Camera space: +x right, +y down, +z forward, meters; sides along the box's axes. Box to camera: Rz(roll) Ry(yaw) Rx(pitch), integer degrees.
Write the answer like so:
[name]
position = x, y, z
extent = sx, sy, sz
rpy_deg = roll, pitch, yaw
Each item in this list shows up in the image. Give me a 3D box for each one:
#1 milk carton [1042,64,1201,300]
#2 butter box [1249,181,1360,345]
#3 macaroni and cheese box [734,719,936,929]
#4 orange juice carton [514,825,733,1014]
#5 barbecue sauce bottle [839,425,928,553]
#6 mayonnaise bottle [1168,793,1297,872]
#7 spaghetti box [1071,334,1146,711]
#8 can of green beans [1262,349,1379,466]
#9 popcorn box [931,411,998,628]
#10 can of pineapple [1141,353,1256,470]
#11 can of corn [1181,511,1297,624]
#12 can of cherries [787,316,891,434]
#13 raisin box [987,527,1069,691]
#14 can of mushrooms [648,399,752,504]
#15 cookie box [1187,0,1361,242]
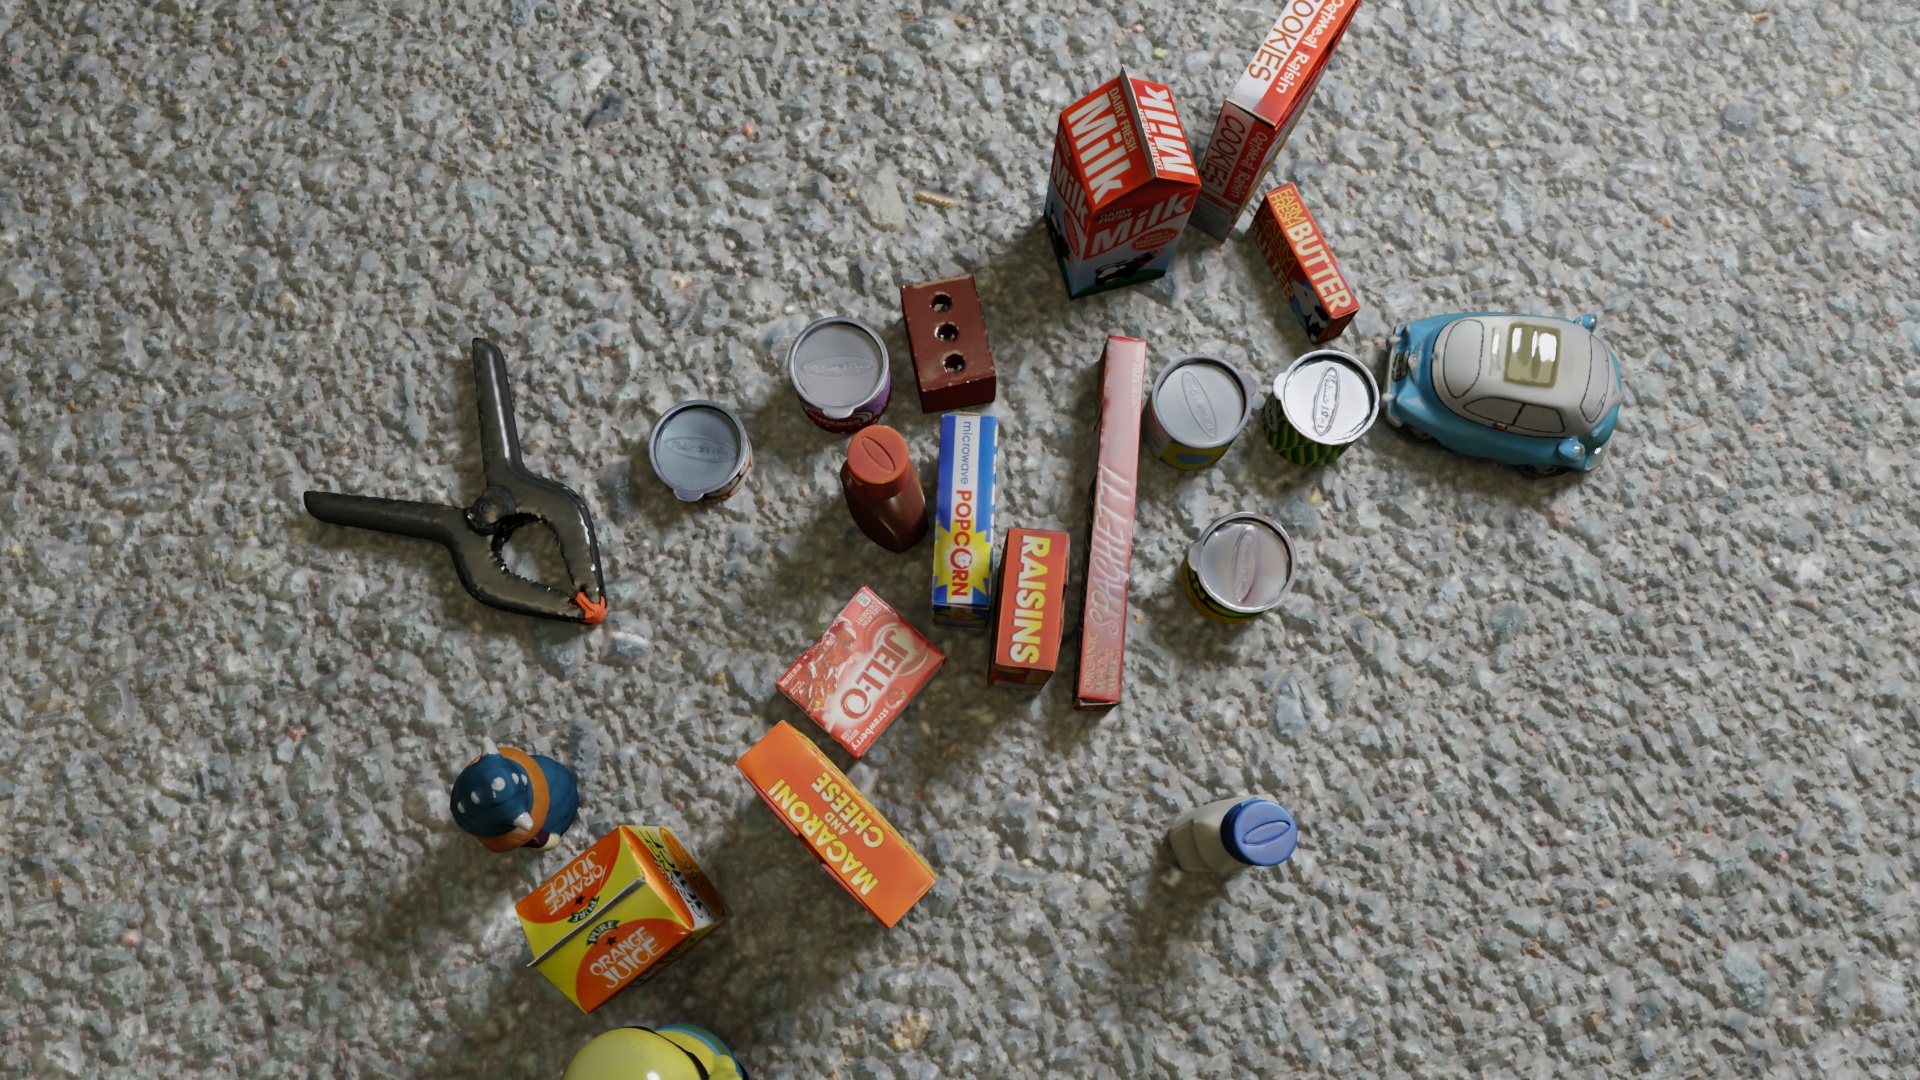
[milk carton]
position = 0.103, -0.229, 0.902
extent = 0.073, 0.190, 0.072
rpy_deg = -15, 79, -4
[butter box]
position = 0.238, -0.192, 0.966
extent = 0.024, 0.053, 0.103
rpy_deg = -24, 79, -6
[macaroni and cheese box]
position = -0.069, 0.169, 0.823
extent = 0.040, 0.166, 0.124
rpy_deg = -44, 82, -9
[orange juice carton]
position = -0.193, 0.214, 0.797
extent = 0.072, 0.192, 0.073
rpy_deg = -37, 81, -8
[barbecue sauce bottle]
position = -0.049, -0.034, 0.878
extent = 0.044, 0.148, 0.065
rpy_deg = -41, 81, -8
[mayonnaise bottle]
position = 0.167, 0.176, 0.834
extent = 0.065, 0.148, 0.041
rpy_deg = -20, 79, -5
[spaghetti box]
position = 0.099, -0.011, 0.925
extent = 0.029, 0.050, 0.250
rpy_deg = 6, 77, 0
[can of green beans]
position = 0.243, -0.089, 0.941
extent = 0.071, 0.057, 0.071
rpy_deg = 0, 78, -1
[popcorn box]
position = 0.003, -0.011, 0.906
extent = 0.038, 0.085, 0.127
rpy_deg = 3, 78, 0
[can of pineapple]
position = 0.160, -0.086, 0.939
extent = 0.071, 0.057, 0.071
rpy_deg = 0, 78, -1
[can of corn]
position = 0.180, 0.019, 0.916
extent = 0.071, 0.058, 0.071
rpy_deg = 0, 78, -1
[can of cherries]
position = -0.081, -0.108, 0.940
extent = 0.071, 0.058, 0.071
rpy_deg = 0, 78, -1
[raisin box]
position = 0.042, 0.046, 0.874
extent = 0.040, 0.123, 0.086
rpy_deg = 7, 78, 1
[can of mushrooms]
position = -0.176, -0.057, 0.940
extent = 0.071, 0.033, 0.071
rpy_deg = 0, 77, -1
[cookie box]
position = 0.207, -0.290, 0.929
extent = 0.040, 0.167, 0.123
rpy_deg = 31, 79, 6
